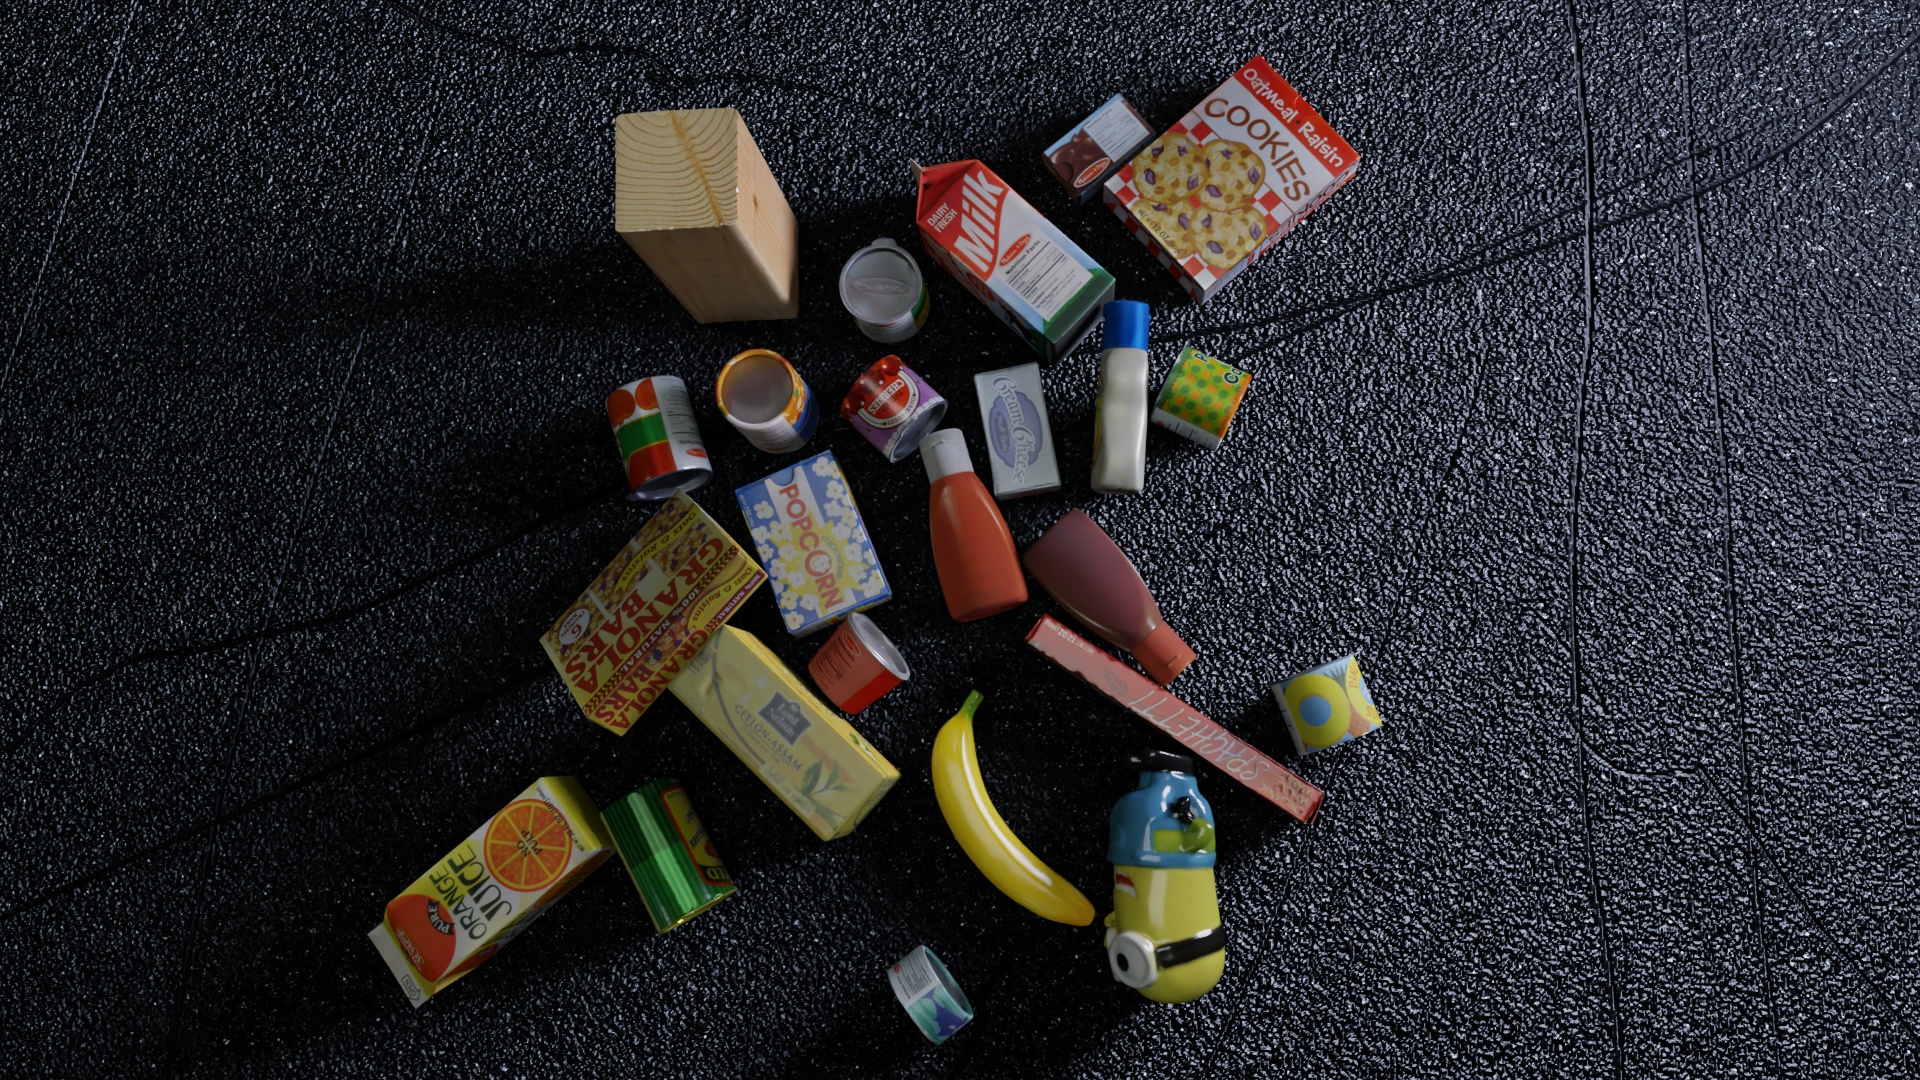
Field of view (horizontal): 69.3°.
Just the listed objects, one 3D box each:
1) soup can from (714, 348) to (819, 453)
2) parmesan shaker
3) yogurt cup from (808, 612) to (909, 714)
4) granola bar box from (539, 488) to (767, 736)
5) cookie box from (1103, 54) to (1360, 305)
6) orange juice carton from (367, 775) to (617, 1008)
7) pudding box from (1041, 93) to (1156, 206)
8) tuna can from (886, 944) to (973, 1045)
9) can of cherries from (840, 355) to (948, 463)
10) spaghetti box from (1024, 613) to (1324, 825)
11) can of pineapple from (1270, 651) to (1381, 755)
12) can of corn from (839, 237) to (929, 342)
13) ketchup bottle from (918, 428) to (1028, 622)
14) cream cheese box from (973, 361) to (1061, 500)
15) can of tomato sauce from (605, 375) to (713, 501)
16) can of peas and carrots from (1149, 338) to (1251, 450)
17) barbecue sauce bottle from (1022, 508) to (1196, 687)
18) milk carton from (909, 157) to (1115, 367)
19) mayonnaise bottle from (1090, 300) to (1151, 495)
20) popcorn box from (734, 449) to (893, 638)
[{"bbox_3d":[-0.153,-0.113,1.107,0.071,0.083,0.071,-1,80,5],"label":"soup can"},{"bbox_3d":[-0.224,0.238,1.061,0.071,0.071,0.103,-30,79,0],"label":"parmesan shaker"},{"bbox_3d":[-0.081,0.098,1.076,0.054,0.072,0.072,-42,80,6],"label":"yogurt cup"},{"bbox_3d":[-0.239,0.053,1.077,0.165,0.039,0.124,-48,41,-4],"label":"granola bar box"},{"bbox_3d":[0.219,-0.293,1.126,0.167,0.040,0.123,-40,79,-2],"label":"cookie box"},{"bbox_3d":[-0.363,0.269,1.067,0.193,0.073,0.072,-40,80,-2],"label":"orange juice carton"},{"bbox_3d":[0.114,-0.323,1.146,0.084,0.030,0.050,-39,81,-2],"label":"pudding box"},{"bbox_3d":[-0.021,0.338,1.030,0.033,0.071,0.071,-37,79,-2],"label":"tuna can"},{"bbox_3d":[-0.053,-0.106,1.103,0.058,0.071,0.071,43,87,10],"label":"can of cherries"},{"bbox_3d":[0.161,0.135,1.054,0.250,0.050,0.029,32,86,9],"label":"spaghetti box"},{"bbox_3d":[0.274,0.122,1.037,0.071,0.071,0.058,-21,80,2],"label":"can of pineapple"},{"bbox_3d":[-0.060,-0.202,1.127,0.071,0.058,0.071,-1,81,5],"label":"can of corn"},{"bbox_3d":[0.004,-0.014,1.096,0.064,0.043,0.149,-18,79,10],"label":"ketchup bottle"},{"bbox_3d":[0.046,-0.087,1.115,0.053,0.024,0.104,-11,80,3],"label":"cream cheese box"},{"bbox_3d":[-0.245,-0.081,1.120,0.071,0.071,0.083,-20,79,2],"label":"can of tomato sauce"},{"bbox_3d":[0.189,-0.113,1.084,0.059,0.071,0.071,26,84,8],"label":"can of peas and carrots"},{"bbox_3d":[0.119,0.048,1.076,0.065,0.043,0.148,-43,80,-2],"label":"barbecue sauce bottle"},{"bbox_3d":[0.031,-0.234,1.118,0.191,0.072,0.073,43,87,9],"label":"milk carton"},{"bbox_3d":[0.126,-0.111,1.085,0.041,0.064,0.148,3,87,1],"label":"mayonnaise bottle"},{"bbox_3d":[-0.116,0.004,1.108,0.085,0.038,0.127,-23,79,2],"label":"popcorn box"}]
